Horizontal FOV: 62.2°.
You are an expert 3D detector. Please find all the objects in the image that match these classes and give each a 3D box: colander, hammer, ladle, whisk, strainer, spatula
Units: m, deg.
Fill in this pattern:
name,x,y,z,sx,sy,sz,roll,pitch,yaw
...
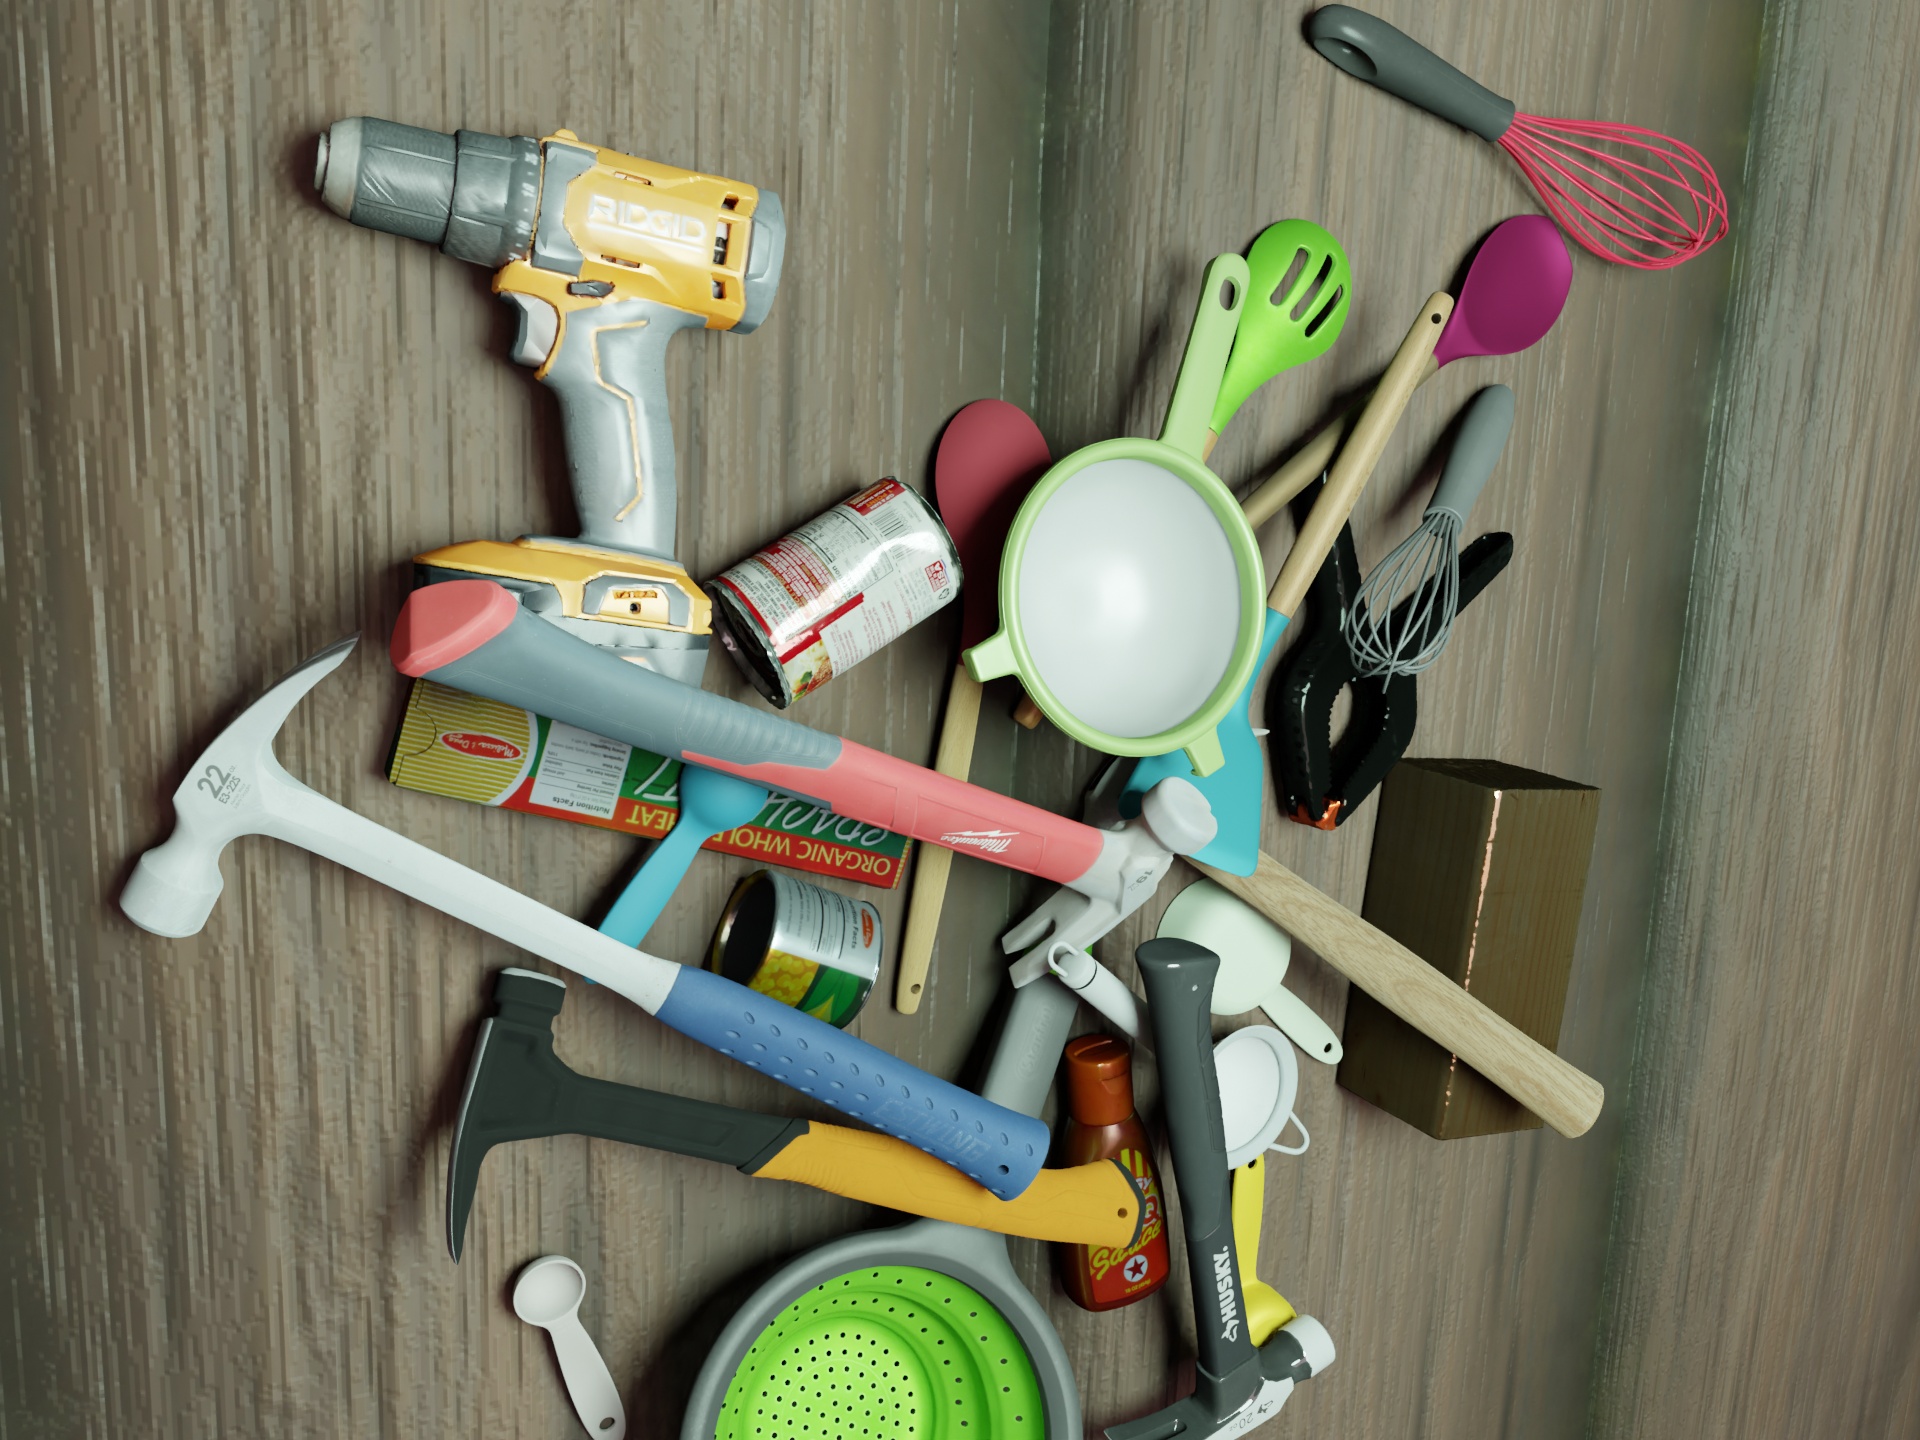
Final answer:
name,x,y,z,sx,sy,sz,roll,pitch,yaw
colander,-0.021,0.287,0.823,0.204,0.094,0.397,27,69,-14
hammer,-0.067,0.214,0.750,0.336,0.034,0.127,16,72,-17
hammer,0.212,0.119,0.863,0.331,0.031,0.130,35,82,-5
ladle,-0.001,-0.003,0.801,0.069,0.031,0.315,5,100,-30
whisk,0.263,-0.106,0.864,0.055,0.055,0.239,50,53,-26
hammer,-0.134,0.108,0.690,0.405,0.035,0.144,29,100,-17
strainer,0.116,0.177,0.865,0.258,0.050,0.087,43,77,-40
spatula,0.180,-0.077,0.819,0.082,0.044,0.317,26,93,-11
hammer,0.127,0.261,0.856,0.146,0.035,0.334,-23,118,-24
whisk,0.311,-0.322,0.874,0.295,0.073,0.073,17,93,-23
strainer,0.086,-0.108,0.785,0.151,0.069,0.256,22,79,-27
hammer,-0.064,0.033,0.693,0.386,0.038,0.143,21,128,-36

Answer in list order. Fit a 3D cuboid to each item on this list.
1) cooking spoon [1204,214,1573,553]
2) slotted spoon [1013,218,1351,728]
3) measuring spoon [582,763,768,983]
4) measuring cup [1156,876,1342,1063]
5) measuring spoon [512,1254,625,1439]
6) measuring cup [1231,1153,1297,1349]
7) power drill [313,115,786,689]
name,x,y,z,sx,sy,sz,roll,pitch,yaw
cooking spoon,0.240,-0.184,0.870,0.319,0.017,0.068,-40,110,-23
slotted spoon,0.117,-0.129,0.833,0.070,0.031,0.314,34,86,-23
measuring spoon,-0.129,0.067,0.717,0.042,0.021,0.128,37,83,-28
measuring cup,0.181,0.157,0.917,0.167,0.038,0.083,43,80,-25
measuring spoon,-0.189,0.309,0.779,0.034,0.018,0.124,-23,117,-21
measuring cup,0.179,0.327,0.957,0.062,0.029,0.156,-9,107,-25
power drill,-0.177,-0.128,0.656,0.185,0.084,0.226,7,94,-26
